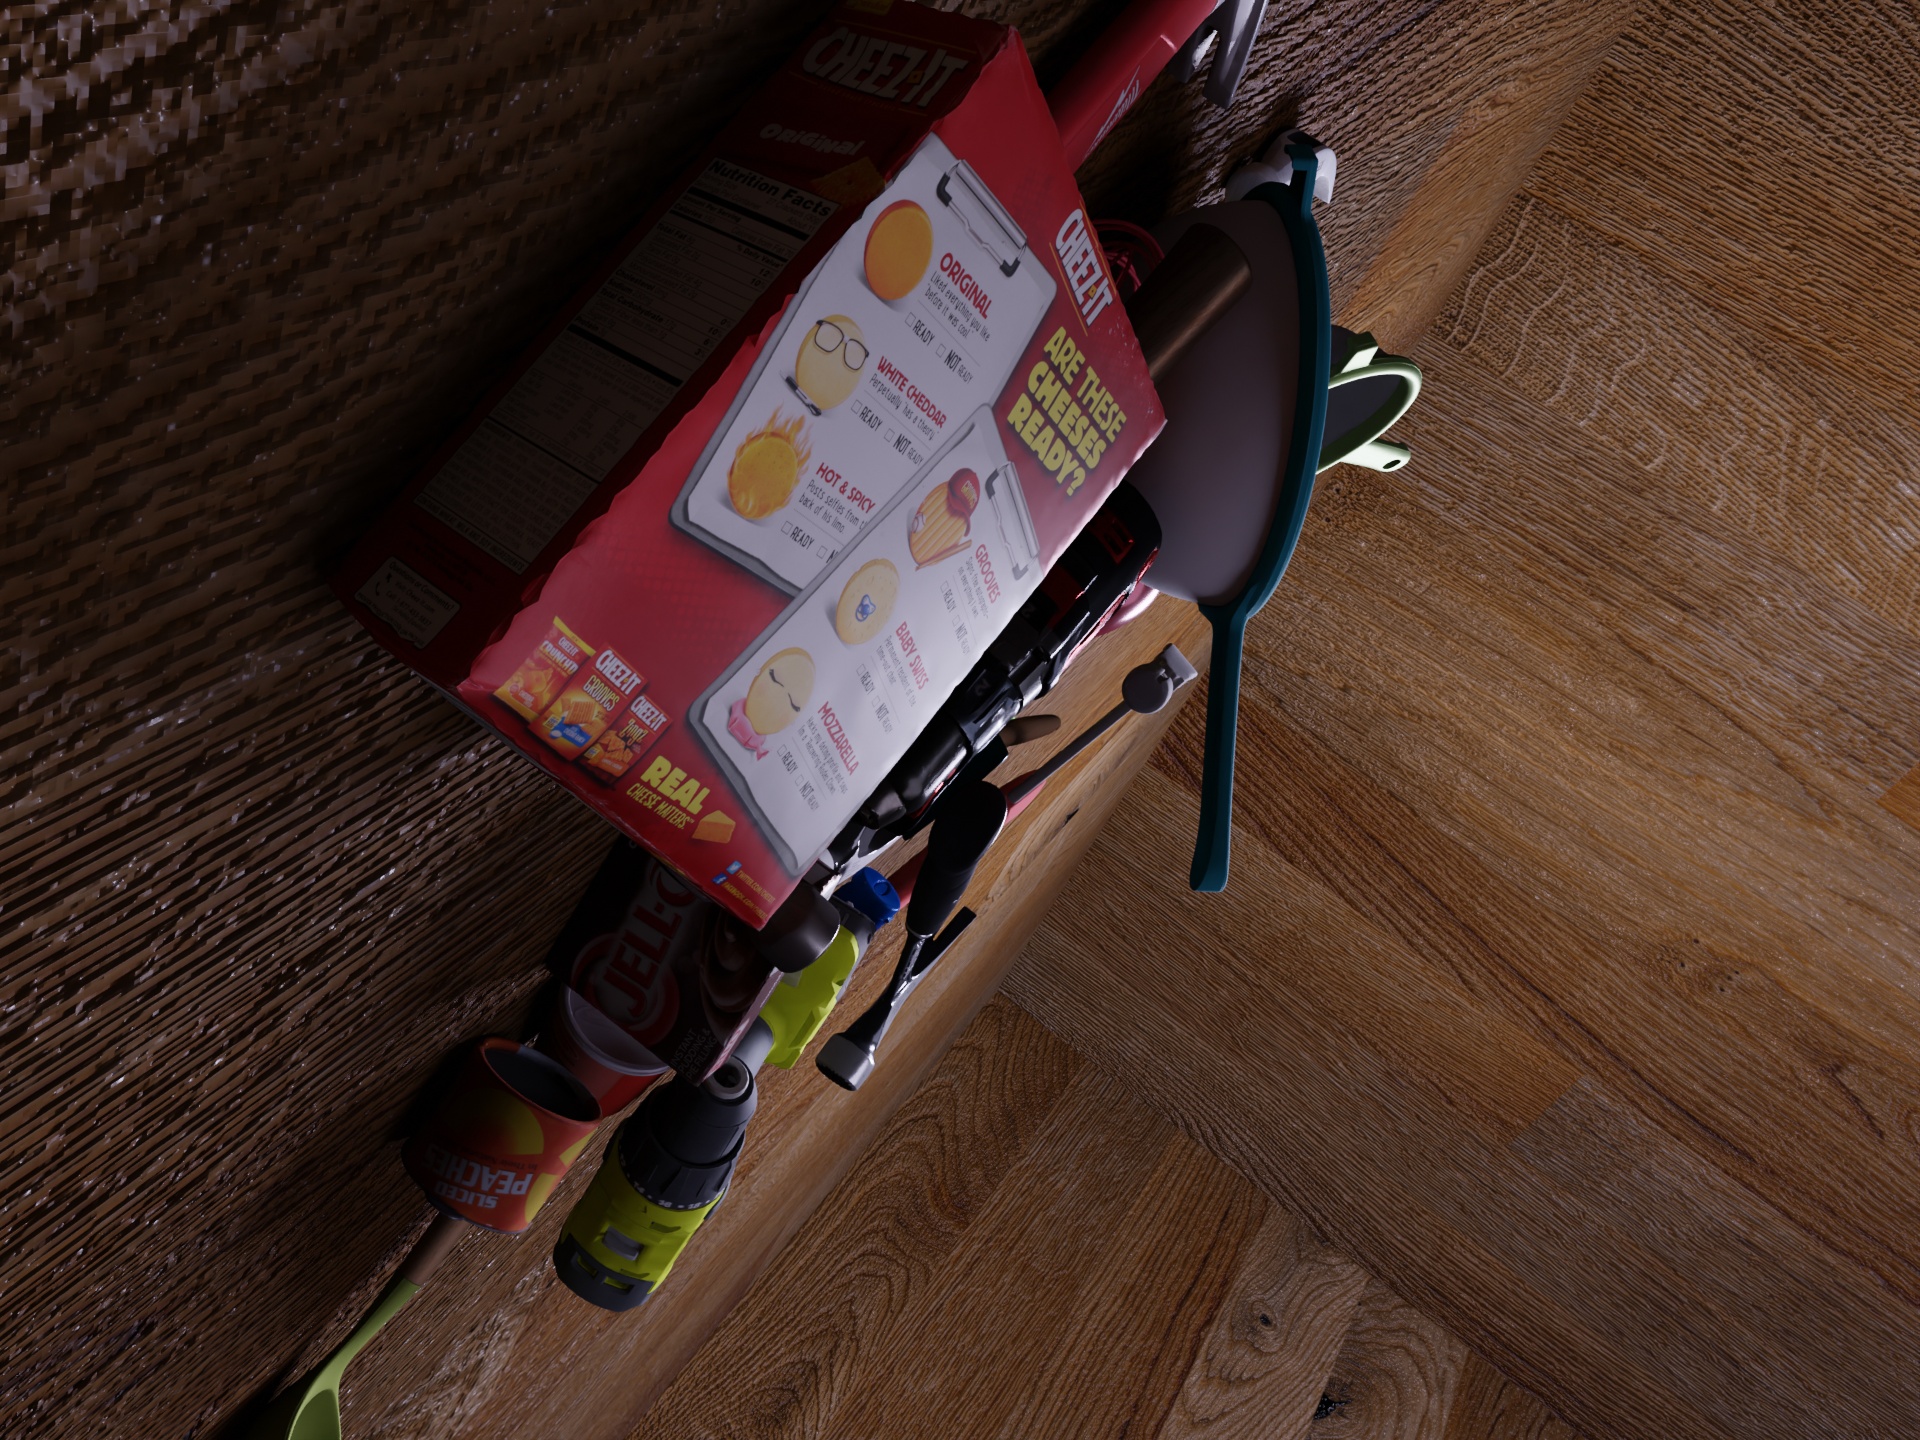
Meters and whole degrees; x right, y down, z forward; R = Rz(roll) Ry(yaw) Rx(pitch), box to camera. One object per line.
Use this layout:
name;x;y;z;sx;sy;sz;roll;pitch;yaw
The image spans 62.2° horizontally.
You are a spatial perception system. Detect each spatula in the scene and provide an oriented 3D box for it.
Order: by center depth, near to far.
spatula;0.030;0.020;1.064;0.082;0.044;0.317;-41;172;16

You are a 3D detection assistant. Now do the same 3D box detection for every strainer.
strainer;0.094;-0.090;0.765;0.211;0.095;0.340;160;-66;-81
strainer;0.214;-0.192;0.969;0.151;0.069;0.256;-31;166;31

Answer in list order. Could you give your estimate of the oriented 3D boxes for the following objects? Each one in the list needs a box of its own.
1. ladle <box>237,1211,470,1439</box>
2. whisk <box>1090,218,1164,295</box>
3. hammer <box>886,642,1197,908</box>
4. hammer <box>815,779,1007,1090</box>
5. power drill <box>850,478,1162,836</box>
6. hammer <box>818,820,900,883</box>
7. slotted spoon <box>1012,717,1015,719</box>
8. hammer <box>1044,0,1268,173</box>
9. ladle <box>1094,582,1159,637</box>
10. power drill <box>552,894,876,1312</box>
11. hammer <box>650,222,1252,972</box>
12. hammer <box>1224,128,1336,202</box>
ladle;-0.247;0.261;0.791;0.320;0.062;0.078;-54;170;-15
whisk;-0.015;-0.091;0.685;0.296;0.073;0.073;-51;170;8
hammer;0.019;0.070;1.140;0.359;0.037;0.149;-40;177;16
hammer;-0.019;0.118;0.930;0.149;0.036;0.408;-53;173;-23
power drill;-0.011;-0.011;0.739;0.188;0.080;0.226;-49;-176;-22
hammer;0.002;-0.038;0.992;0.334;0.035;0.146;-57;169;15
slotted spoon;0.029;-0.007;1.145;0.070;0.031;0.313;-48;175;-14
hammer;-0.003;-0.157;0.568;0.386;0.038;0.143;-51;171;-15
ladle;-0.001;-0.003;0.904;0.315;0.031;0.069;-37;-172;-4
power drill;-0.127;0.186;0.864;0.190;0.080;0.229;-57;-177;37
hammer;-0.001;-0.070;0.601;0.331;0.130;0.031;-49;-154;-14
hammer;0.153;-0.234;1.035;0.128;0.033;0.330;-44;166;-39
